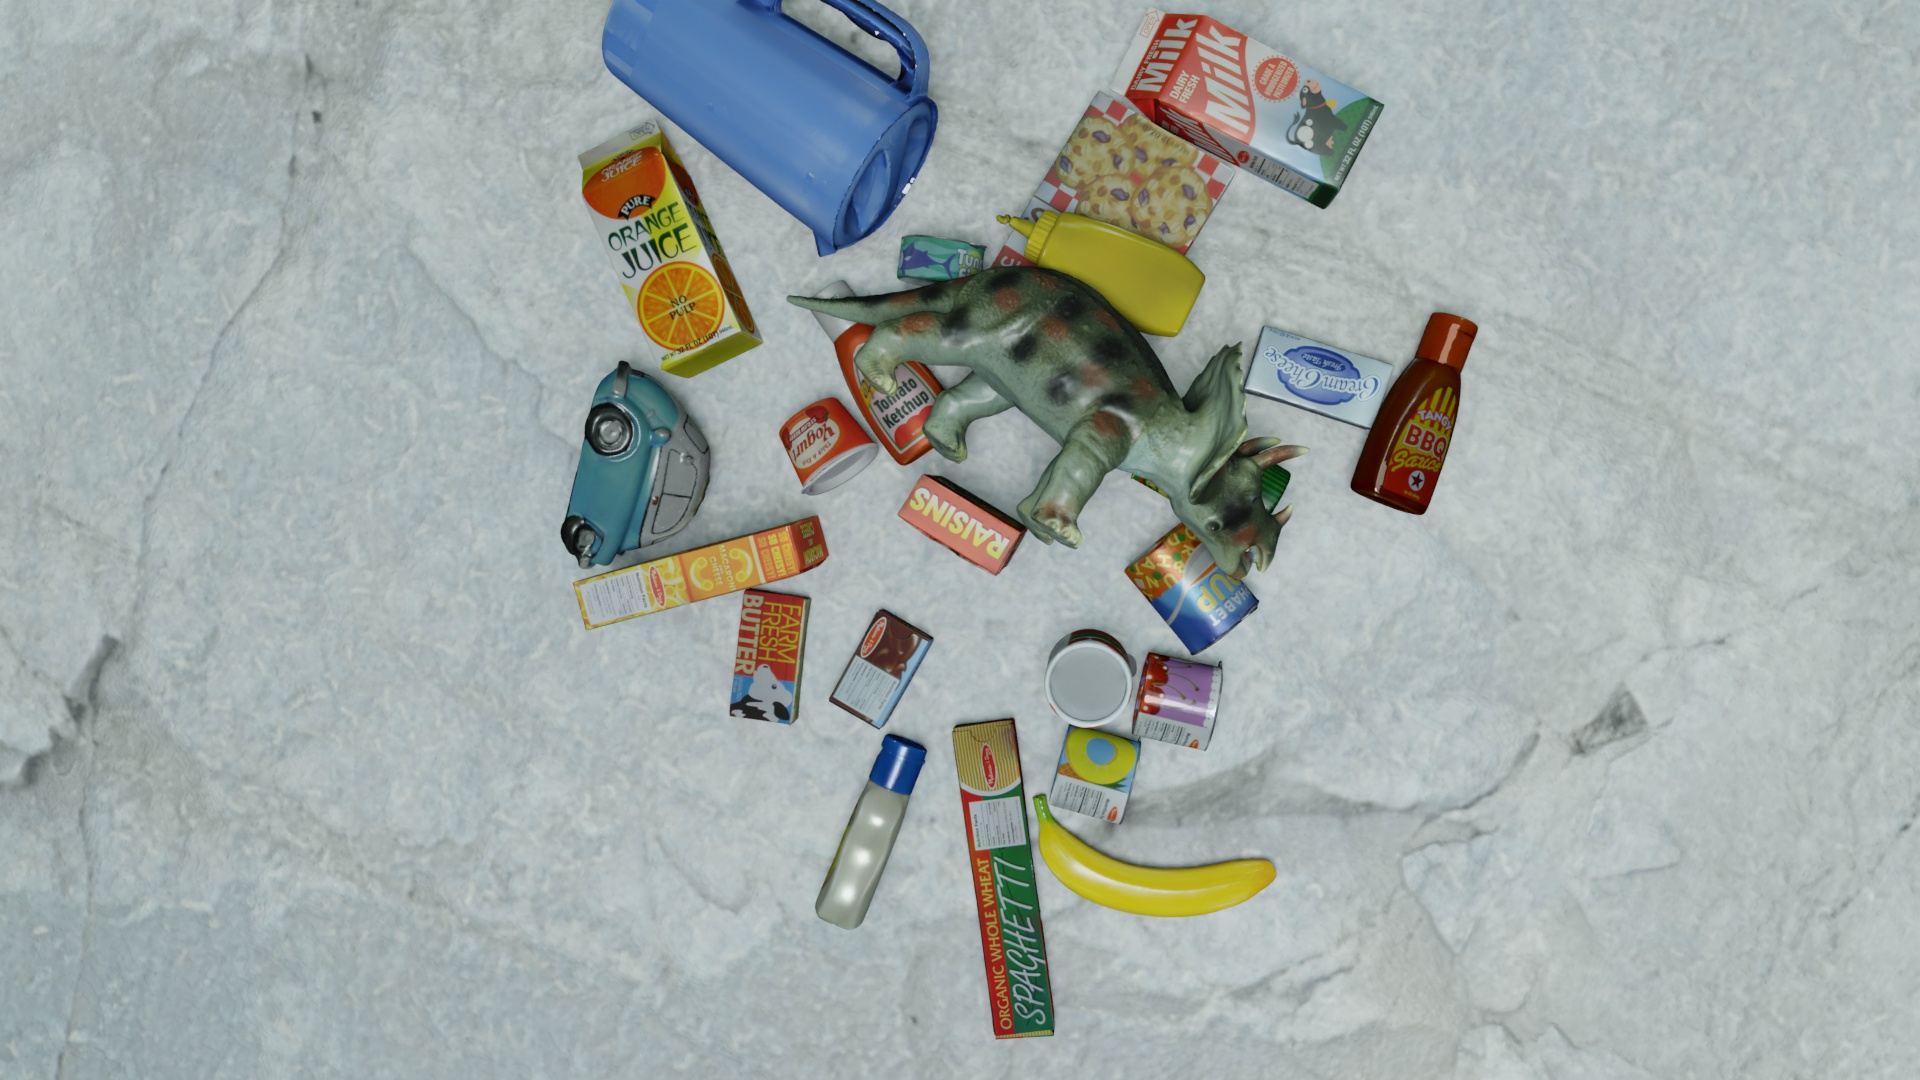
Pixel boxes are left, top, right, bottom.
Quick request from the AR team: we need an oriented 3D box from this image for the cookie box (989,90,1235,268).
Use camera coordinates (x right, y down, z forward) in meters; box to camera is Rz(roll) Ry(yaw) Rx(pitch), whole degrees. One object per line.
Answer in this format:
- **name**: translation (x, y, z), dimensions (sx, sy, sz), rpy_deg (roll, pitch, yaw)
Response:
- **cookie box**: translation (0.114, -0.240, 1.075), dimensions (0.123, 0.040, 0.167), rpy_deg (32, 93, 3)

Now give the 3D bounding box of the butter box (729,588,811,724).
- **butter box**: translation (-0.152, 0.092, 1.112), dimensions (0.053, 0.024, 0.103), rpy_deg (7, 92, 4)

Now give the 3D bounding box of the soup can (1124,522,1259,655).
- **soup can**: translation (0.177, 0.034, 1.060), dimensions (0.071, 0.071, 0.084), rpy_deg (-40, 88, 5)

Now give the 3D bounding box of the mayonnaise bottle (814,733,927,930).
- **mayonnaise bottle**: translation (-0.069, 0.227, 1.091), dimensions (0.041, 0.065, 0.148), rpy_deg (21, 89, 2)

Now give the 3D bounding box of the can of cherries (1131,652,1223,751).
- **can of cherries**: translation (0.166, 0.121, 1.066), dimensions (0.058, 0.071, 0.071), rpy_deg (12, 93, 6)

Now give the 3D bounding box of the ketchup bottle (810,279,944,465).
- **ketchup bottle**: translation (-0.064, -0.134, 1.091), dimensions (0.064, 0.043, 0.149), rpy_deg (-36, 88, 5)

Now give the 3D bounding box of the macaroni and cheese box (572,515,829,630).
- **macaroni and cheese box**: translation (-0.193, 0.023, 1.065), dimensions (0.166, 0.124, 0.040), rpy_deg (-14, 93, 5)

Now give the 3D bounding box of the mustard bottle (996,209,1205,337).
- **mustard bottle**: translation (0.100, -0.208, 1.030), dimensions (0.160, 0.049, 0.065), rpy_deg (28, 95, 4)

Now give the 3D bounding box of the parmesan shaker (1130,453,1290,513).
- **parmesan shaker**: translation (0.191, -0.051, 1.056), dimensions (0.103, 0.071, 0.071), rpy_deg (31, 94, 4)

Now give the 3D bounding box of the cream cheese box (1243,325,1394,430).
- **cream cheese box**: translation (0.275, -0.125, 1.071), dimensions (0.104, 0.024, 0.053), rpy_deg (18, 94, 5)

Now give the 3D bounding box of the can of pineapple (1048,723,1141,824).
- **can of pineapple**: translation (0.104, 0.178, 1.072), dimensions (0.058, 0.071, 0.071), rpy_deg (15, 93, 5)

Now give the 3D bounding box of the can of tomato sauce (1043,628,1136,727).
- **can of tomato sauce**: translation (0.100, 0.105, 1.061), dimensions (0.071, 0.083, 0.071), rpy_deg (0, 92, 6)

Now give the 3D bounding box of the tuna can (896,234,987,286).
- **tuna can**: translation (-0.013, -0.213, 1.072), dimensions (0.071, 0.071, 0.033), rpy_deg (8, 94, 5)

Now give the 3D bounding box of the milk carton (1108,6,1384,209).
- **milk carton**: translation (0.212, -0.330, 1.047), dimensions (0.191, 0.073, 0.072), rpy_deg (28, 94, 4)

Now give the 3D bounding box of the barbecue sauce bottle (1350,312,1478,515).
- **barbecue sauce bottle**: translation (0.348, -0.097, 1.051), dimensions (0.065, 0.044, 0.148), rpy_deg (19, 92, -28)

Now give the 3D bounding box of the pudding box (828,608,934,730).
- **pudding box**: translation (-0.062, 0.102, 1.102), dimensions (0.050, 0.030, 0.083), rpy_deg (29, 93, 5)

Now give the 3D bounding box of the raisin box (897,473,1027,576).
- **raisin box**: translation (0.004, -0.013, 1.047), dimensions (0.086, 0.123, 0.040), rpy_deg (32, 94, 3)

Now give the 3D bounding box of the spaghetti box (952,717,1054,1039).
- **spaghetti box**: translation (0.035, 0.266, 1.097), dimensions (0.050, 0.029, 0.250), rpy_deg (-8, 90, 5)

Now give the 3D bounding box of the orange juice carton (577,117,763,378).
- **orange juice carton**: translation (-0.232, -0.230, 1.088), dimensions (0.072, 0.073, 0.192), rpy_deg (-24, 89, 6)

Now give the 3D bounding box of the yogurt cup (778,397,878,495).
- **yogurt cup**: translation (-0.105, -0.075, 1.086), dimensions (0.072, 0.072, 0.054), rpy_deg (-34, 80, 5)
